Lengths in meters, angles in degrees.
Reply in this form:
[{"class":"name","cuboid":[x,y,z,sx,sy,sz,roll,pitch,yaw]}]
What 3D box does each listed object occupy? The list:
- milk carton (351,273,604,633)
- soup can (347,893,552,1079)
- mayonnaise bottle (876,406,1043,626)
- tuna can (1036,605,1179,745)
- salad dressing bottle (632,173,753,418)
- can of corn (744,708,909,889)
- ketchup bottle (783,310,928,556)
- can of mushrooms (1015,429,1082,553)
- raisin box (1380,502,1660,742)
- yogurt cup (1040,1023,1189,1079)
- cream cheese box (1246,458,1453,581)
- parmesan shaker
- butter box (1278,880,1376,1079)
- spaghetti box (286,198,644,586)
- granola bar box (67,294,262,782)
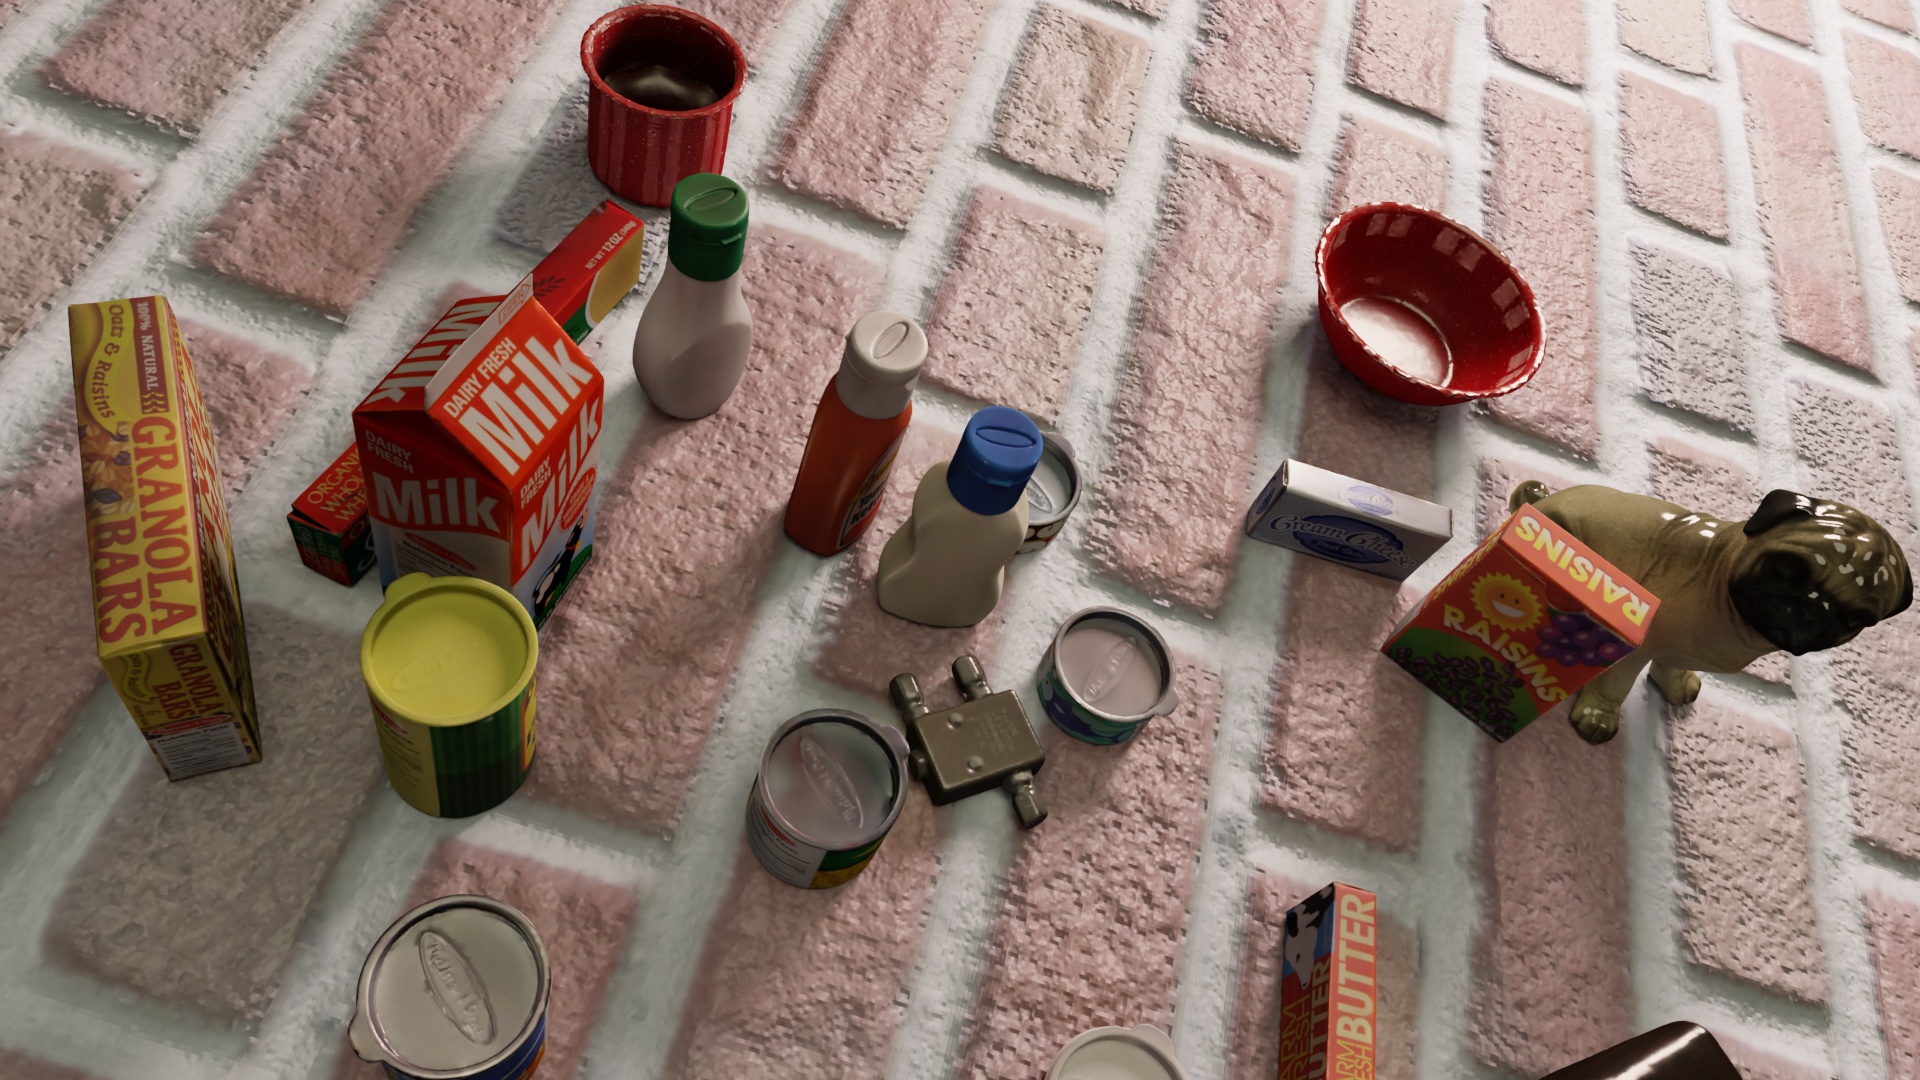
[{"class":"milk carton","cuboid":[-0.205,-0.032,0.601,0.073,0.189,0.073,27,55,1]},{"class":"soup can","cuboid":[-0.195,0.182,0.534,0.071,0.083,0.071,8,57,-12]},{"class":"mayonnaise bottle","cuboid":[0.002,-0.008,0.675,0.065,0.147,0.041,9,57,-11]},{"class":"tuna can","cuboid":[0.077,0.071,0.717,0.071,0.032,0.071,8,57,-12]},{"class":"salad dressing bottle","cuboid":[-0.133,-0.121,0.706,0.064,0.147,0.044,-29,71,-30]},{"class":"can of corn","cuboid":[-0.060,0.117,0.631,0.071,0.058,0.071,8,57,-12]},{"class":"ketchup bottle","cuboid":[-0.051,-0.053,0.687,0.043,0.148,0.065,33,55,5]},{"class":"can of mushrooms","cuboid":[0.033,-0.029,0.767,0.071,0.033,0.071,8,57,-12]},{"class":"raisin box","cuboid":[0.295,0.047,0.744,0.086,0.122,0.040,40,56,10]},{"class":"yogurt cup","cuboid":[0.060,0.246,0.588,0.072,0.053,0.073,8,57,-12]},{"class":"cream cheese box","cuboid":[0.223,-0.010,0.801,0.104,0.053,0.024,16,56,-6]},{"class":"parmesan shaker","cuboid":[-0.215,0.067,0.589,0.071,0.102,0.071,8,57,-12]},{"class":"butter box","cuboid":[0.169,0.216,0.641,0.024,0.052,0.104,17,55,-6]},{"class":"spaghetti box","cuboid":[-0.242,-0.081,0.707,0.029,0.050,0.251,29,55,3]},{"class":"granola bar box","cuboid":[-0.332,0.000,0.583,0.039,0.123,0.166,-11,63,-23]}]
